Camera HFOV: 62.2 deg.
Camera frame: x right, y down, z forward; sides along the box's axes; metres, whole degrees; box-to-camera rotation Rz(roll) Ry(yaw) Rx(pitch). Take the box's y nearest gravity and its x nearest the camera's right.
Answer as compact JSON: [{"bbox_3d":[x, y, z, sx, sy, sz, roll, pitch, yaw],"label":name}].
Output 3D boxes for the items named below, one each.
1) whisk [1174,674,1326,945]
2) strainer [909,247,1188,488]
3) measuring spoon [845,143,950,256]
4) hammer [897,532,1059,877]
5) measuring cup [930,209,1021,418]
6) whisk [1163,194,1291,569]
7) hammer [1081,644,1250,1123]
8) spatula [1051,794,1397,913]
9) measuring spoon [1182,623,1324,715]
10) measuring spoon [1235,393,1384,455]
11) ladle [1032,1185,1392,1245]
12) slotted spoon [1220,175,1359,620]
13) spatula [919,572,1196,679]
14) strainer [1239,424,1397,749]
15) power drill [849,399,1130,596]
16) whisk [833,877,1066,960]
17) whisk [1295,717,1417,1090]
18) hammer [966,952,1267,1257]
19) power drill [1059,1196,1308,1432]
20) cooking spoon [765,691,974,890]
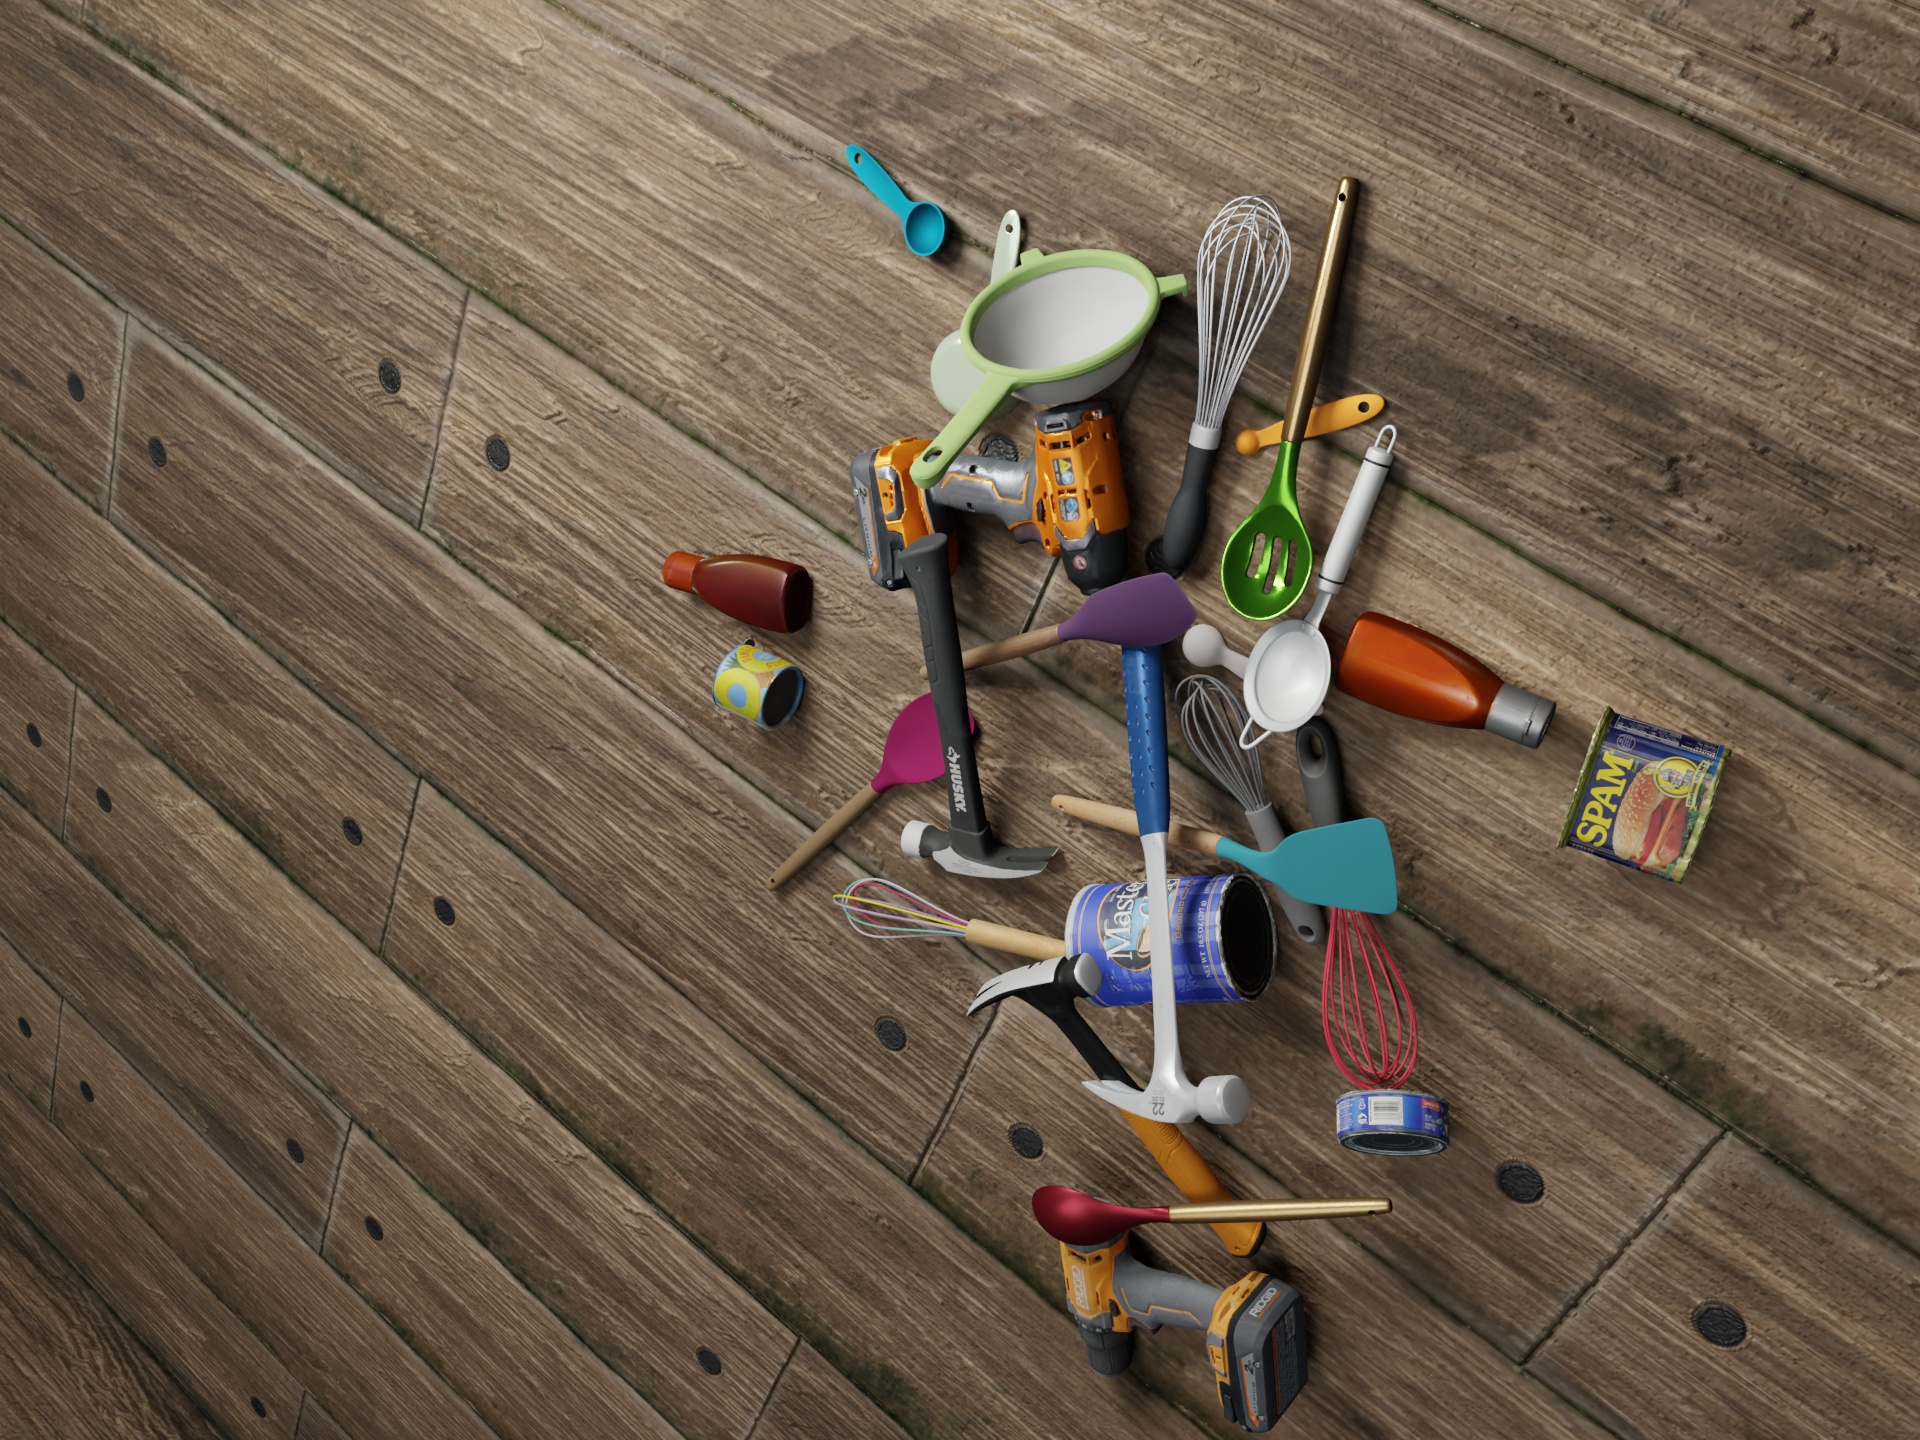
[{"bbox_3d":[0.231,0.071,1.246,0.055,0.055,0.239,-20,99,36],"label":"whisk"},{"bbox_3d":[0.050,-0.242,1.166,0.152,0.256,0.069,21,152,34],"label":"strainer"},{"bbox_3d":[-0.049,-0.423,1.284,0.129,0.021,0.042,51,127,20],"label":"measuring spoon"},{"bbox_3d":[-0.002,-0.004,1.324,0.146,0.035,0.334,12,129,27],"label":"hammer"},{"bbox_3d":[0.019,-0.317,1.256,0.083,0.038,0.167,24,120,25],"label":"measuring cup"},{"bbox_3d":[0.188,-0.241,1.167,0.070,0.070,0.284,24,123,25],"label":"whisk"},{"bbox_3d":[0.144,0.099,1.216,0.144,0.035,0.406,-17,70,50],"label":"hammer"},{"bbox_3d":[0.193,0.090,1.253,0.318,0.044,0.082,13,127,47],"label":"spatula"},{"bbox_3d":[0.224,-0.035,1.230,0.124,0.018,0.034,31,120,20],"label":"measuring spoon"},{"bbox_3d":[0.252,-0.215,1.155,0.117,0.011,0.021,-12,99,35],"label":"measuring spoon"},{"bbox_3d":[0.201,0.410,1.323,0.315,0.031,0.069,-11,118,26],"label":"ladle"},{"bbox_3d":[0.245,-0.225,1.138,0.070,0.031,0.313,19,110,29],"label":"slotted spoon"},{"bbox_3d":[0.067,-0.064,1.278,0.316,0.018,0.059,-13,121,50],"label":"spatula"},{"bbox_3d":[0.270,-0.092,1.166,0.087,0.050,0.258,45,124,50],"label":"strainer"},{"bbox_3d":[0.031,-0.160,1.273,0.226,0.084,0.164,-3,105,34],"label":"power drill"},{"bbox_3d":[-0.008,0.186,1.450,0.245,0.051,0.047,10,132,26],"label":"whisk"},{"bbox_3d":[0.298,0.142,1.222,0.073,0.073,0.296,-10,94,35],"label":"whisk"},{"bbox_3d":[0.146,0.330,1.327,0.127,0.034,0.336,-23,113,39],"label":"hammer"},{"bbox_3d":[0.189,0.538,1.403,0.226,0.084,0.185,12,120,39],"label":"power drill"},{"bbox_3d":[-0.092,0.075,1.475,0.319,0.017,0.069,-43,80,35],"label":"cooking spoon"}]
